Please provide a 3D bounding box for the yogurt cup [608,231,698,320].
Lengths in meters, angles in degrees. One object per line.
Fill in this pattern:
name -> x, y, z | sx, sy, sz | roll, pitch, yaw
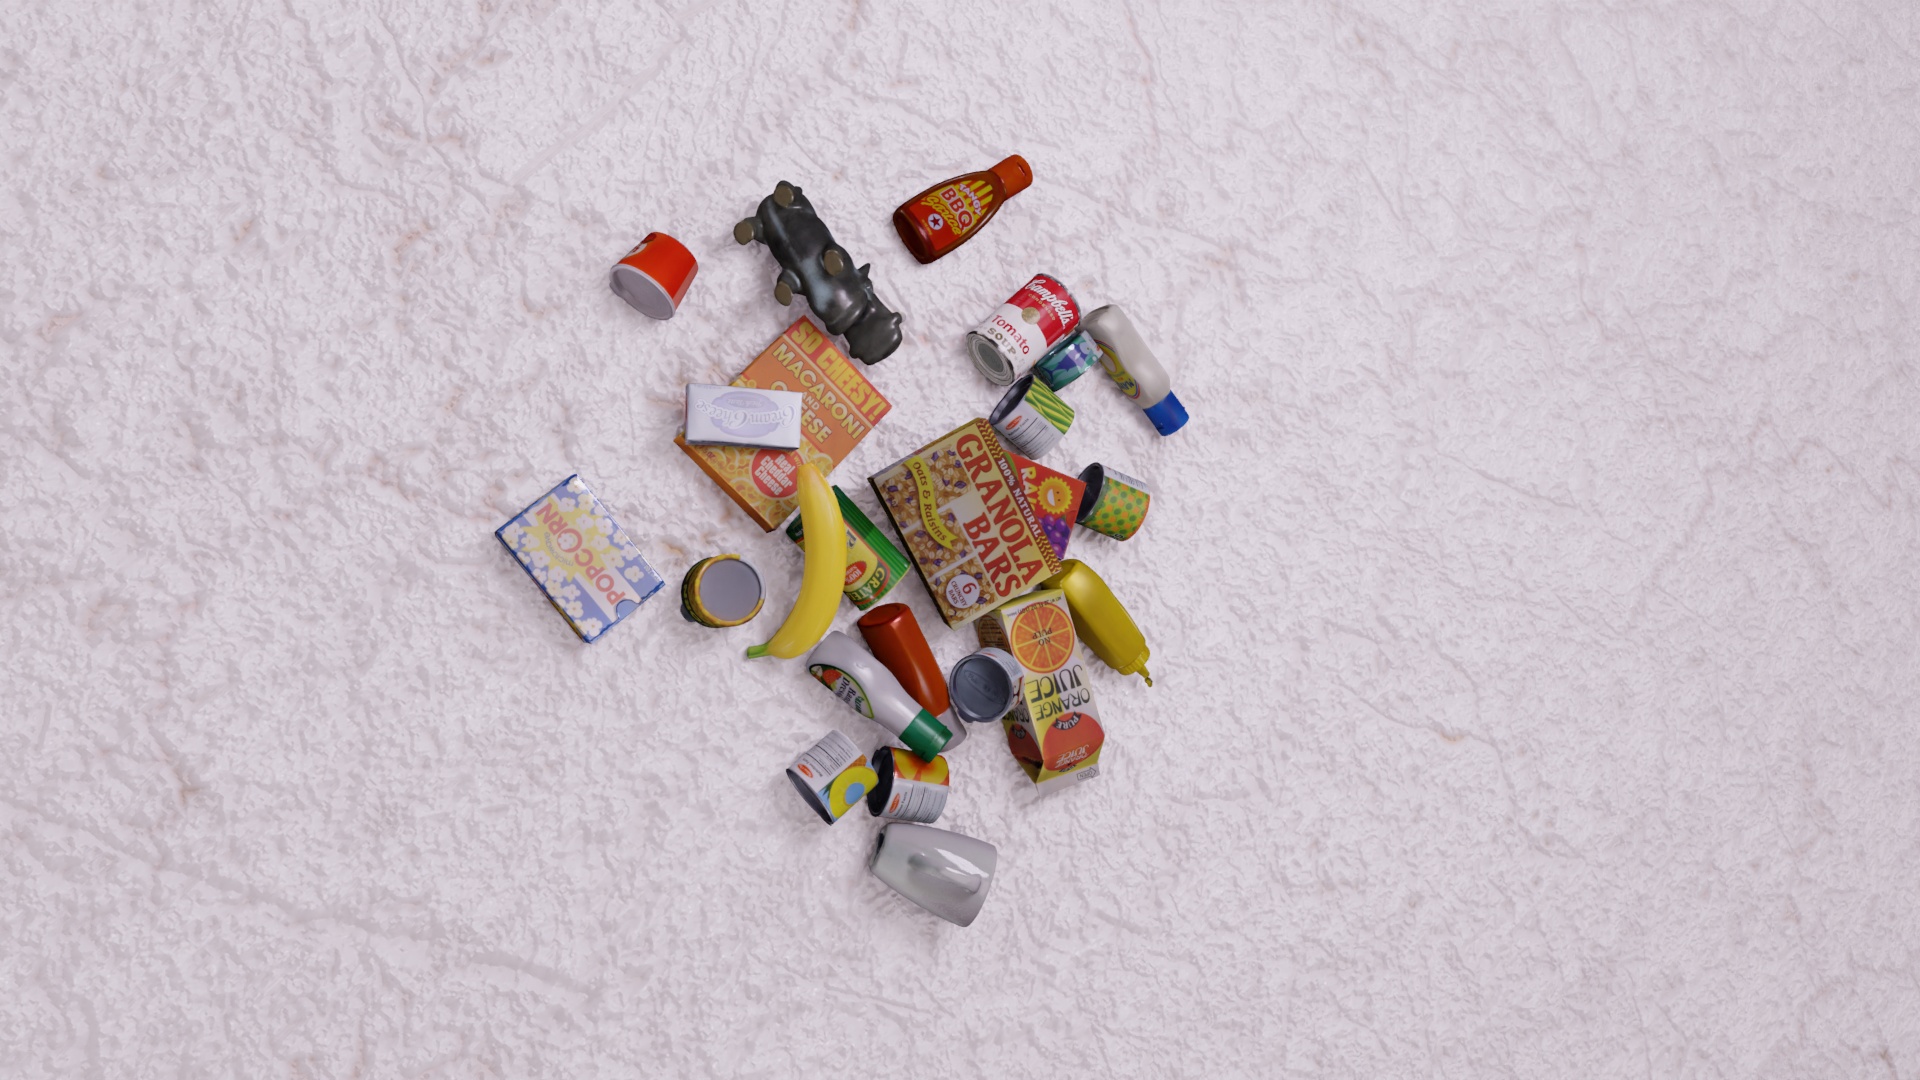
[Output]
yogurt cup -> -0.273, -0.240, 1.252 | 0.072, 0.072, 0.054 | 38, 65, -15

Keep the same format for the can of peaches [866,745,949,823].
can of peaches -> -0.049, 0.228, 1.302 | 0.058, 0.071, 0.071 | 13, 81, -21

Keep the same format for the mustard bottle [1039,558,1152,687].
mustard bottle -> 0.147, 0.088, 1.398 | 0.049, 0.065, 0.160 | -46, 109, -17

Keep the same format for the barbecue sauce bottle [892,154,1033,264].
barbecue sauce bottle -> 0.007, -0.336, 1.386 | 0.149, 0.043, 0.065 | -36, 98, -22

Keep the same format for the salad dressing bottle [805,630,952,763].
salad dressing bottle -> -0.074, 0.146, 1.284 | 0.148, 0.064, 0.044 | 39, 56, 5

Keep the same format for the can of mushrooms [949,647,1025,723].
can of mushrooms -> 0.024, 0.137, 1.308 | 0.033, 0.071, 0.071 | -22, 95, -62

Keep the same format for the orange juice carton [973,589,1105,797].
orange juice carton -> 0.081, 0.149, 1.358 | 0.072, 0.073, 0.192 | -17, 93, -23

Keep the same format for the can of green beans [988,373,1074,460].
can of green beans -> 0.071, -0.122, 1.382 | 0.058, 0.071, 0.071 | 39, 72, -16

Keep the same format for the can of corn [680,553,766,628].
can of corn -> -0.216, 0.047, 1.252 | 0.071, 0.058, 0.071 | 2, 85, -22

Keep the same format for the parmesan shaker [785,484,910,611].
parmesan shaker -> -0.107, 0.008, 1.298 | 0.103, 0.071, 0.071 | 47, 71, -12

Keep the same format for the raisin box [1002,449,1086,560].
raisin box -> 0.055, -0.038, 1.382 | 0.123, 0.040, 0.086 | 21, 77, -20

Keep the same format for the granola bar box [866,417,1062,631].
granola bar box -> 0.005, -0.017, 1.318 | 0.124, 0.039, 0.165 | -29, 103, -9

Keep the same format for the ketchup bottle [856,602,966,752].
ketchup bottle -> -0.042, 0.131, 1.316 | 0.044, 0.064, 0.148 | -37, 108, -32

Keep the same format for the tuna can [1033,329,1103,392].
tuna can -> 0.107, -0.180, 1.403 | 0.071, 0.071, 0.033 | -42, 101, -20

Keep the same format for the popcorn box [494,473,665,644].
popcorn box -> -0.333, 0.016, 1.217 | 0.085, 0.038, 0.126 | -41, 101, -21

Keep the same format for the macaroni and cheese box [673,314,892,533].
macaroni and cheese box -> -0.164, -0.109, 1.297 | 0.123, 0.040, 0.167 | 46, 71, -12

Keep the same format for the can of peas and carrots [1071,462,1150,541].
can of peas and carrots -> 0.149, -0.036, 1.408 | 0.059, 0.071, 0.071 | 21, 78, -20

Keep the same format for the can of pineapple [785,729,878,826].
can of pineapple -> -0.117, 0.217, 1.275 | 0.058, 0.071, 0.071 | -39, 101, -21

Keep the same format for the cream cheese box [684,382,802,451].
cream cheese box -> -0.195, -0.110, 1.249 | 0.104, 0.024, 0.053 | 3, 85, -20

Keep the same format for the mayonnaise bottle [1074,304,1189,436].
mayonnaise bottle -> 0.181, -0.175, 1.436 | 0.041, 0.064, 0.148 | -43, 105, -16
